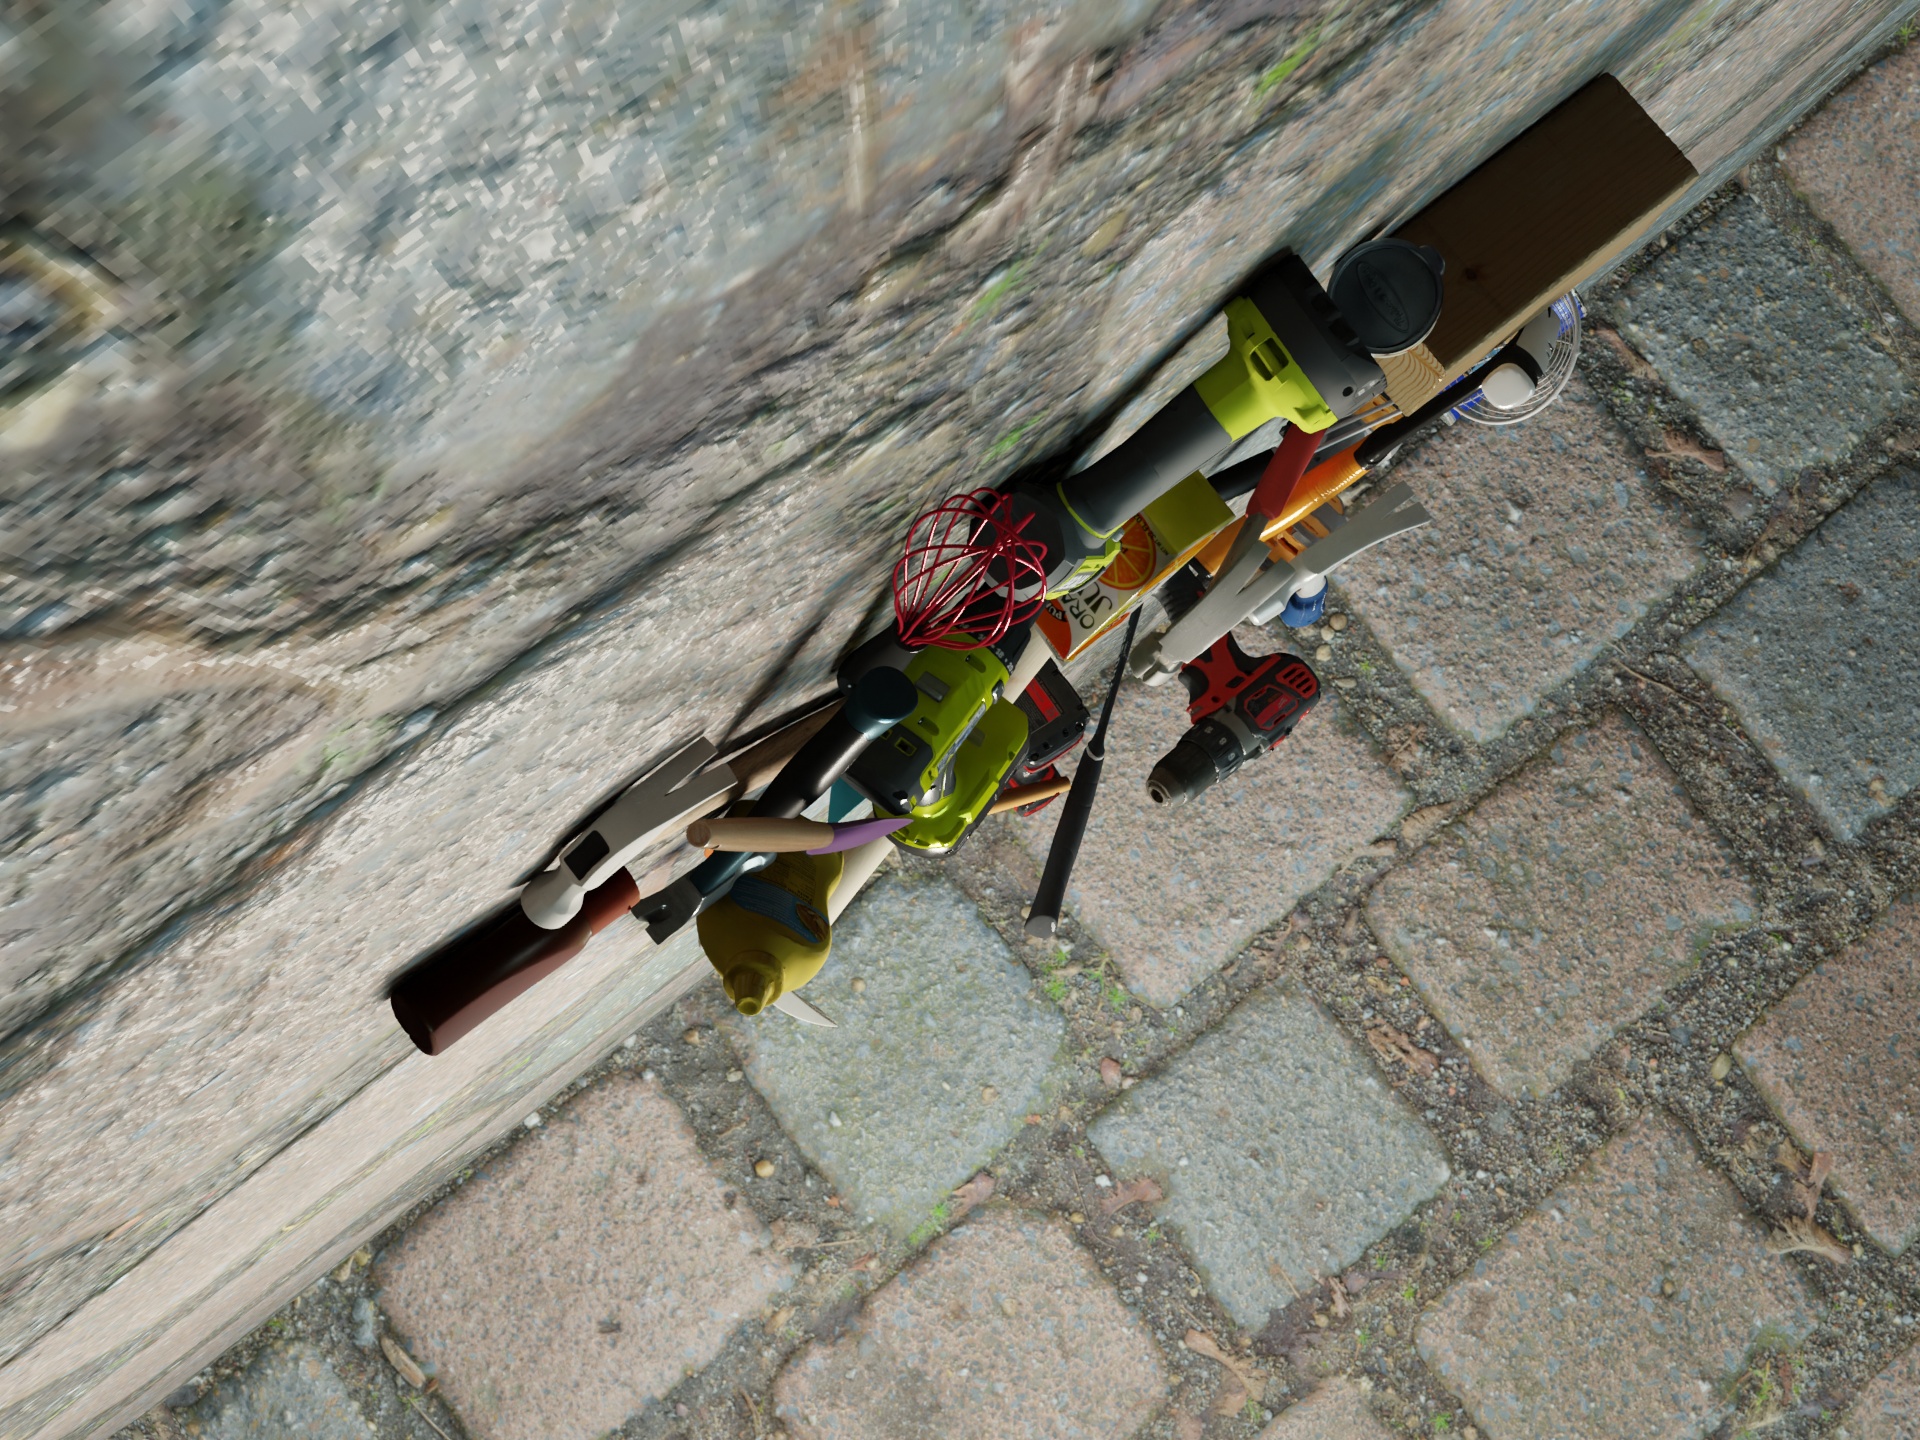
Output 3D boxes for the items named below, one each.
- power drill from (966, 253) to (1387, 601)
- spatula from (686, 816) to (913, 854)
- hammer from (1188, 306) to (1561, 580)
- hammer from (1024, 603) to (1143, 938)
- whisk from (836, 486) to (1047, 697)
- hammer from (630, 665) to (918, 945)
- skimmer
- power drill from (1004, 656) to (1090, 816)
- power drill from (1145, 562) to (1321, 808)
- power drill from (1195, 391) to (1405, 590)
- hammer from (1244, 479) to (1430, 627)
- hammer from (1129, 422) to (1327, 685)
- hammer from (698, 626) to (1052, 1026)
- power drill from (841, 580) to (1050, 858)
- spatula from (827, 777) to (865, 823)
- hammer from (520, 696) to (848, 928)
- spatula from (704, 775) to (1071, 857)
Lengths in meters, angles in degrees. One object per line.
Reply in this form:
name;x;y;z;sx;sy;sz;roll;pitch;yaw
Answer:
power drill;0.118;-0.148;0.876;0.223;0.080;0.171;-35;176;17
spatula;-0.086;0.064;0.873;0.060;0.018;0.315;-23;171;9
hammer;0.295;-0.197;1.187;0.337;0.034;0.127;-33;-164;46
hammer;0.133;0.013;1.542;0.149;0.036;0.409;130;-21;-76
whisk;-0.021;-0.053;0.844;0.073;0.073;0.296;-36;180;-22
hammer;-0.108;0.052;0.933;0.128;0.033;0.331;-37;176;-37
skimmer;0.310;-0.244;1.272;0.363;0.127;0.090;-25;168;7
power drill;0.044;0.000;1.447;0.078;0.143;0.219;-33;168;-11
power drill;0.178;-0.050;1.347;0.188;0.227;0.080;-36;175;-26
power drill;0.298;-0.198;1.422;0.226;0.084;0.185;-55;-173;-31
hammer;0.291;-0.113;1.294;0.144;0.035;0.405;-33;174;8
hammer;0.229;-0.171;1.129;0.149;0.036;0.359;-45;-172;49
hammer;-0.029;0.059;1.282;0.410;0.146;0.038;-50;-142;-8
power drill;-0.002;-0.004;1.102;0.190;0.080;0.228;-53;168;-14
spatula;-0.072;0.043;1.500;0.082;0.044;0.317;-42;176;8
hammer;-0.123;0.026;0.980;0.130;0.031;0.331;-40;176;32
spatula;-0.051;0.080;1.326;0.322;0.041;0.081;-13;162;-25
